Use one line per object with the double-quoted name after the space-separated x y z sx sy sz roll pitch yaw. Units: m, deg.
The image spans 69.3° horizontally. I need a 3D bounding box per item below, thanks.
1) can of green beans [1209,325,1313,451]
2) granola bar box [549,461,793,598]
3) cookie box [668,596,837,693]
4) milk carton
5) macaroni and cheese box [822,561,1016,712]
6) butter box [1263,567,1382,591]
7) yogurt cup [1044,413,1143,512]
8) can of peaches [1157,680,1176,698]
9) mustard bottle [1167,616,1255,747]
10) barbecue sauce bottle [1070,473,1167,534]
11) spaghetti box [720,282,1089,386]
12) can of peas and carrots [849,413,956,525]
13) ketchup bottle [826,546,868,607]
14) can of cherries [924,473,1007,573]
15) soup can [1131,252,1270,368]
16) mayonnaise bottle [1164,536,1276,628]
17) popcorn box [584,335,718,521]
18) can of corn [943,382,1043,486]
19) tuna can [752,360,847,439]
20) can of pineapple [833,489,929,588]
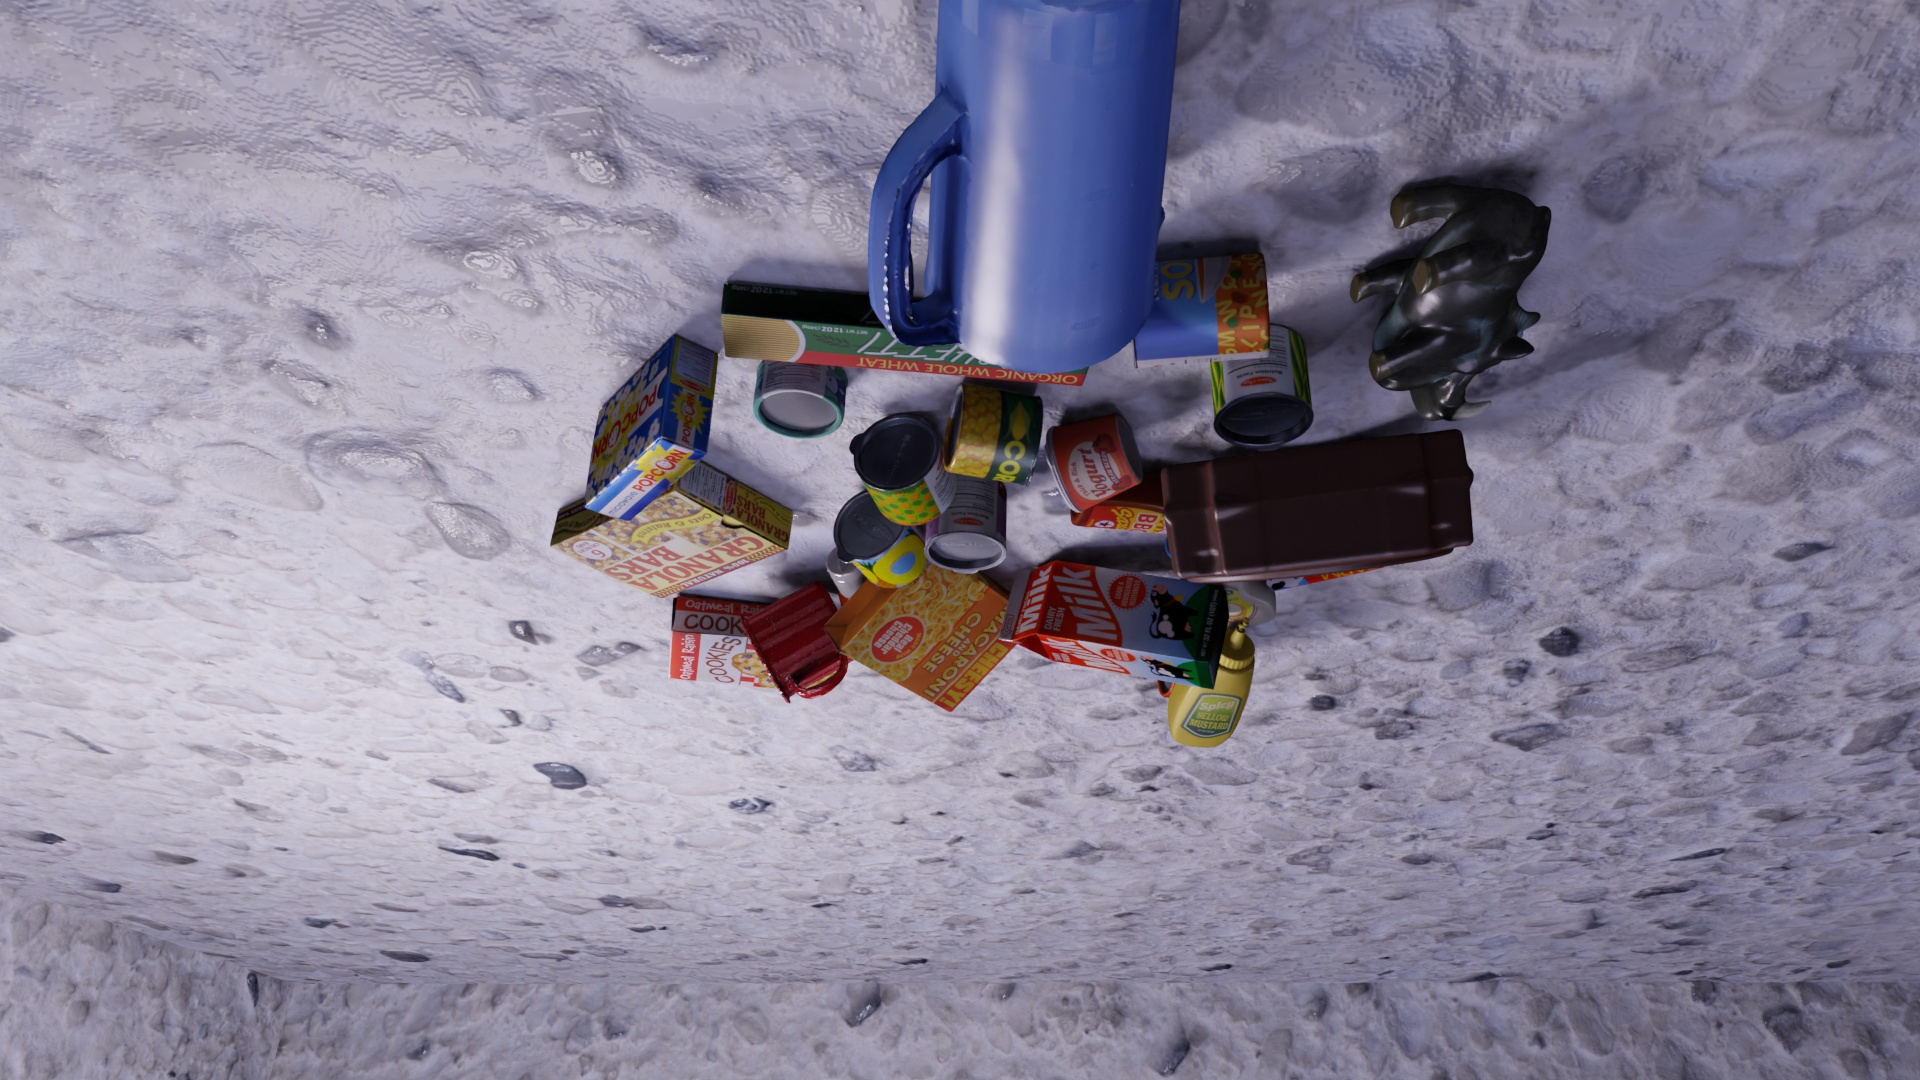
0.204 -0.104 0.943 0.071 0.058 0.071 2 151 1 "can of green beans"
-0.244 -0.008 1.172 0.165 0.039 0.124 -20 145 35 "granola bar box"
-0.203 0.104 1.375 0.168 0.040 0.122 6 151 -10 "cookie box"
0.131 0.070 1.211 0.190 0.072 0.073 9 158 18 "milk carton"
-0.023 0.074 1.243 0.123 0.040 0.166 -47 137 7 "macaroni and cheese box"
0.305 0.014 1.187 0.103 0.024 0.053 -15 146 28 "butter box"
0.101 -0.060 1.028 0.054 0.073 0.072 -19 146 19 "yogurt cup"
0.227 0.126 1.351 0.058 0.071 0.071 8 151 -9 "can of peaches"
0.235 0.127 1.270 0.065 0.049 0.159 6 135 -6 "mustard bottle"
0.165 -0.027 1.101 0.149 0.044 0.064 6 161 -8 "barbecue sauce bottle"
-0.034 -0.138 0.931 0.250 0.029 0.050 4 152 -3 "spaghetti box"
-0.043 -0.053 1.048 0.071 0.071 0.058 -5 151 13 "can of peas and carrots"
-0.082 0.059 1.263 0.043 0.065 0.148 -5 142 15 "ketchup bottle"
0.004 -0.014 1.123 0.071 0.058 0.071 1 151 1 "can of cherries"
0.148 -0.146 0.866 0.084 0.071 0.071 -4 151 9 "soup can"
0.223 0.032 1.208 0.064 0.041 0.148 -11 149 29 "mayonnaise bottle"
-0.223 -0.078 0.995 0.038 0.085 0.126 21 146 -32 "popcorn box"
0.023 -0.075 0.998 0.058 0.071 0.070 9 150 -11 "can of corn"
-0.115 -0.102 0.997 0.071 0.033 0.070 2 151 1 "tuna can"
-0.064 0.000 1.143 0.071 0.071 0.057 -9 149 20 "can of pineapple"
